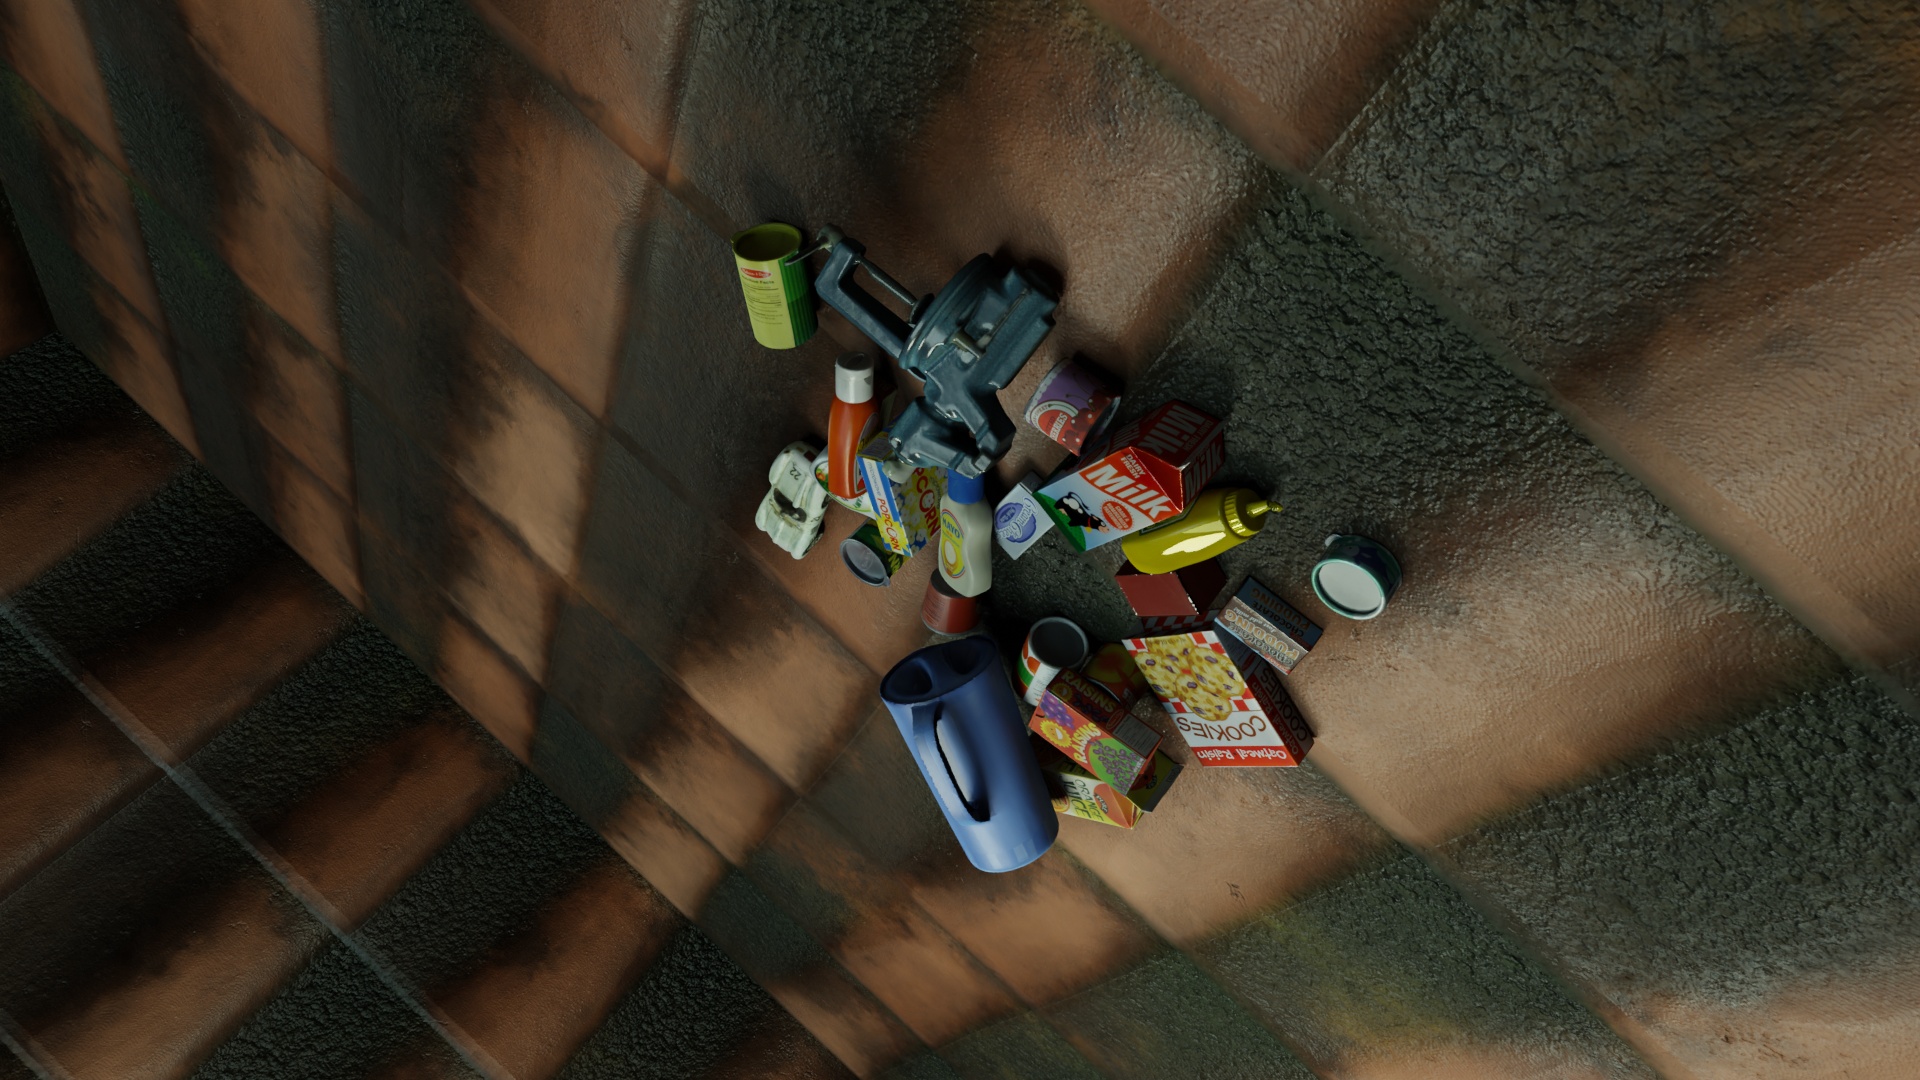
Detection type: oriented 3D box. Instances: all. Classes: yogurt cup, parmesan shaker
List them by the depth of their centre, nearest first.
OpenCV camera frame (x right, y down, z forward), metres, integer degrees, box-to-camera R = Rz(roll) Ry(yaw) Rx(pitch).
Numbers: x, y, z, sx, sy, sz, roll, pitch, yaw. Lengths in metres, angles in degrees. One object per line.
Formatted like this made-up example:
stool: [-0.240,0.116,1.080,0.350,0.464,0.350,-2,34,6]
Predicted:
parmesan shaker: [-0.179,-0.246,1.343,0.071,0.071,0.102,24,143,28]
yogurt cup: [-0.008,0.062,1.503,0.072,0.073,0.053,28,136,23]

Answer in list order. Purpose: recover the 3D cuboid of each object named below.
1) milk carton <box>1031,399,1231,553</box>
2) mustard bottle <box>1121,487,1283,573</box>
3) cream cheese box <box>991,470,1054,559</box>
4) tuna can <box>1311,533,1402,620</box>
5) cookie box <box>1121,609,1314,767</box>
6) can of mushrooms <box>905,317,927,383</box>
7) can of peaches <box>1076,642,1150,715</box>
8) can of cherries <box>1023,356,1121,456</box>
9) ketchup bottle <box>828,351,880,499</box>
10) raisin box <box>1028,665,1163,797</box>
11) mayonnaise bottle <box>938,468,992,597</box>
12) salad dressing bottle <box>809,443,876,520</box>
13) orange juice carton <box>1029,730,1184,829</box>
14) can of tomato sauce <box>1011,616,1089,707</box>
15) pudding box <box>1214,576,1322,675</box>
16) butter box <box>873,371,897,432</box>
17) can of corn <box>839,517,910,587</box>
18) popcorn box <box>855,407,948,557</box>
milk carton: [0.152,-0.058,1.189,0.073,0.073,0.190,51,146,-9]
mustard bottle: [0.210,-0.015,1.186,0.160,0.066,0.048,-20,117,48]
cream cheese box: [0.061,-0.024,1.368,0.053,0.024,0.103,44,147,0]
tuna can: [0.322,0.029,1.138,0.071,0.033,0.070,28,144,23]
cookie box: [0.249,0.145,1.340,0.122,0.040,0.167,-12,116,52]
can of mushrooms: [-0.025,-0.178,1.282,0.071,0.033,0.070,28,143,24]
can of peaches: [0.157,0.148,1.425,0.071,0.058,0.070,27,143,23]
can of cherries: [0.095,-0.113,1.190,0.058,0.072,0.071,36,146,12]
ketchup bottle: [-0.105,-0.115,1.368,0.043,0.065,0.148,21,133,20]
raisin box: [0.135,0.194,1.407,0.123,0.040,0.085,35,147,15]
mayonnaise bottle: [0.005,-0.017,1.379,0.065,0.041,0.147,42,144,41]
salad dressing bottle: [-0.091,-0.047,1.479,0.147,0.044,0.064,39,128,-6]
orange juice carton: [0.154,0.261,1.540,0.192,0.072,0.072,3,129,46]
can of tomato sauce: [0.094,0.127,1.464,0.071,0.071,0.082,36,145,13]
pudding box: [0.275,0.076,1.244,0.084,0.030,0.049,38,147,9]
butter box: [-0.099,-0.133,1.420,0.053,0.024,0.103,36,147,11]
can of corn: [-0.088,0.010,1.534,0.071,0.058,0.070,28,143,23]
popcorn box: [-0.051,-0.058,1.395,0.038,0.085,0.126,16,138,34]
